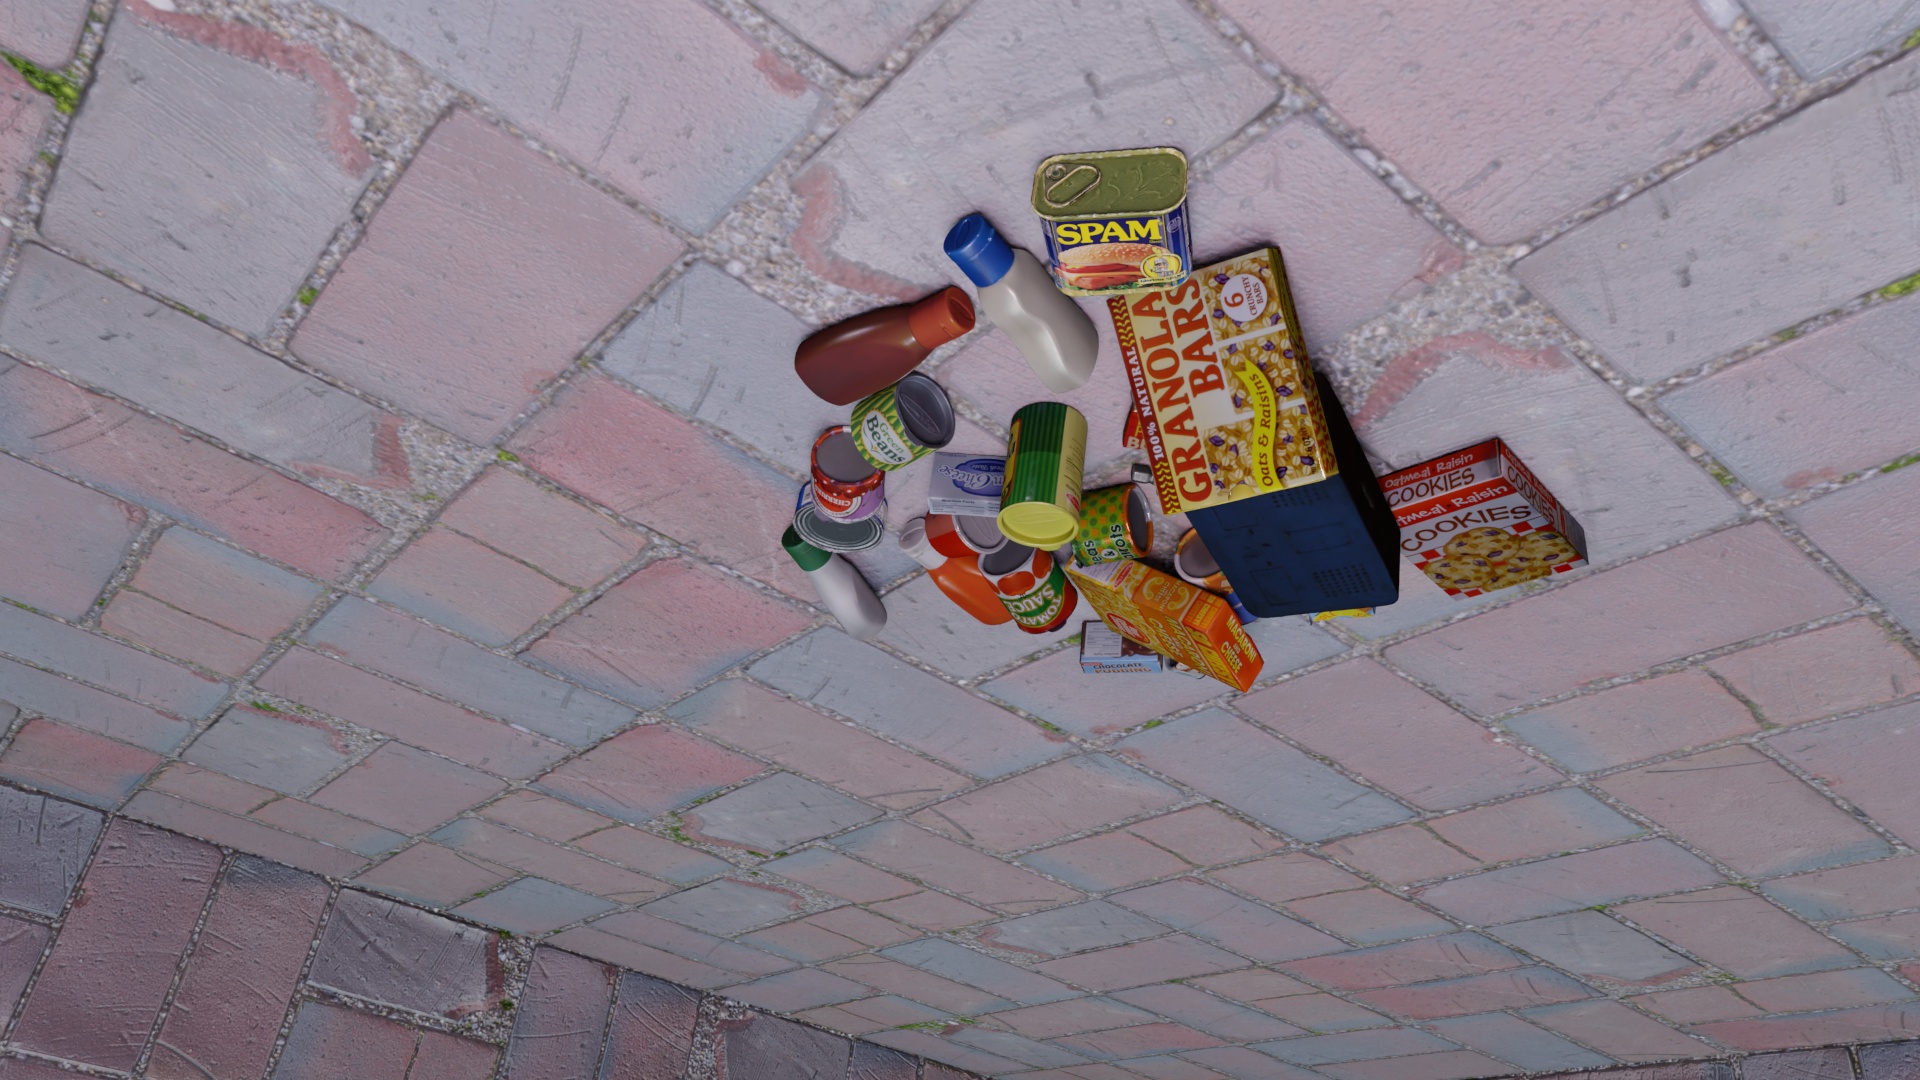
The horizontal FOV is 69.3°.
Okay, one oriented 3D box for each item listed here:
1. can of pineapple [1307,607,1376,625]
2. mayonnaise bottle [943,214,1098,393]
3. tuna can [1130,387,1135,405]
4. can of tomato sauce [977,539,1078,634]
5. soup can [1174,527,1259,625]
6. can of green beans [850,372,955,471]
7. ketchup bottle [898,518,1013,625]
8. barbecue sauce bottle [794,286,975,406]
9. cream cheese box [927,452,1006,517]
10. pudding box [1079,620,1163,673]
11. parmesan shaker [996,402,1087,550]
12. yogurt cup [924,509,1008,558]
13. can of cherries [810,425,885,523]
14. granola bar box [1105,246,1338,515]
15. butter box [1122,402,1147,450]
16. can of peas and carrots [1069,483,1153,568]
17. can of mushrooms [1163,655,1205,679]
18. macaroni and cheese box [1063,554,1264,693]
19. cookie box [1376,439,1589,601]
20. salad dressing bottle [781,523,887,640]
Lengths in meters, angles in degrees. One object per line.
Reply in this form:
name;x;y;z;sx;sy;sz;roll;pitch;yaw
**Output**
can of pineapple;0.345;0.041;1.265;0.058;0.071;0.070;-6;145;21
mayonnaise bottle;0.045;-0.173;1.004;0.041;0.065;0.147;-14;138;37
tuna can;0.168;-0.125;1.077;0.071;0.033;0.070;6;148;4
can of tomato sauce;0.064;0.039;1.310;0.071;0.071;0.083;-13;131;29
soup can;0.245;0.028;1.273;0.071;0.072;0.083;-14;141;31
can of green beans;-0.048;-0.096;1.138;0.071;0.071;0.057;32;141;-33
ketchup bottle;0.001;0.030;1.347;0.064;0.044;0.148;-24;136;32
barbecue sauce bottle;-0.056;-0.152;1.074;0.148;0.044;0.064;-19;139;35
cream cheese box;0.026;-0.047;1.211;0.104;0.053;0.024;4;146;6
pudding box;0.167;0.110;1.431;0.084;0.050;0.030;-3;148;16
parmesan shaker;0.069;-0.053;1.145;0.071;0.103;0.071;6;147;4
yogurt cup;0.004;-0.016;1.258;0.072;0.073;0.053;29;150;-30
can of cherries;-0.099;-0.056;1.208;0.071;0.072;0.058;9;147;-1
granola bar box;0.185;-0.111;0.987;0.124;0.165;0.039;-14;-177;31
butter box;0.187;-0.093;1.131;0.103;0.024;0.052;7;147;1
can of peas and carrots;0.132;-0.012;1.227;0.058;0.071;0.070;-11;143;26
can of mushrooms;0.232;0.101;1.391;0.033;0.071;0.070;15;147;-10
macaroni and cheese box;0.191;0.070;1.299;0.166;0.040;0.123;24;163;40
cookie box;0.439;-0.014;1.186;0.122;0.040;0.167;-22;139;39
salad dressing bottle;-0.125;0.039;1.379;0.044;0.064;0.147;-24;131;12
